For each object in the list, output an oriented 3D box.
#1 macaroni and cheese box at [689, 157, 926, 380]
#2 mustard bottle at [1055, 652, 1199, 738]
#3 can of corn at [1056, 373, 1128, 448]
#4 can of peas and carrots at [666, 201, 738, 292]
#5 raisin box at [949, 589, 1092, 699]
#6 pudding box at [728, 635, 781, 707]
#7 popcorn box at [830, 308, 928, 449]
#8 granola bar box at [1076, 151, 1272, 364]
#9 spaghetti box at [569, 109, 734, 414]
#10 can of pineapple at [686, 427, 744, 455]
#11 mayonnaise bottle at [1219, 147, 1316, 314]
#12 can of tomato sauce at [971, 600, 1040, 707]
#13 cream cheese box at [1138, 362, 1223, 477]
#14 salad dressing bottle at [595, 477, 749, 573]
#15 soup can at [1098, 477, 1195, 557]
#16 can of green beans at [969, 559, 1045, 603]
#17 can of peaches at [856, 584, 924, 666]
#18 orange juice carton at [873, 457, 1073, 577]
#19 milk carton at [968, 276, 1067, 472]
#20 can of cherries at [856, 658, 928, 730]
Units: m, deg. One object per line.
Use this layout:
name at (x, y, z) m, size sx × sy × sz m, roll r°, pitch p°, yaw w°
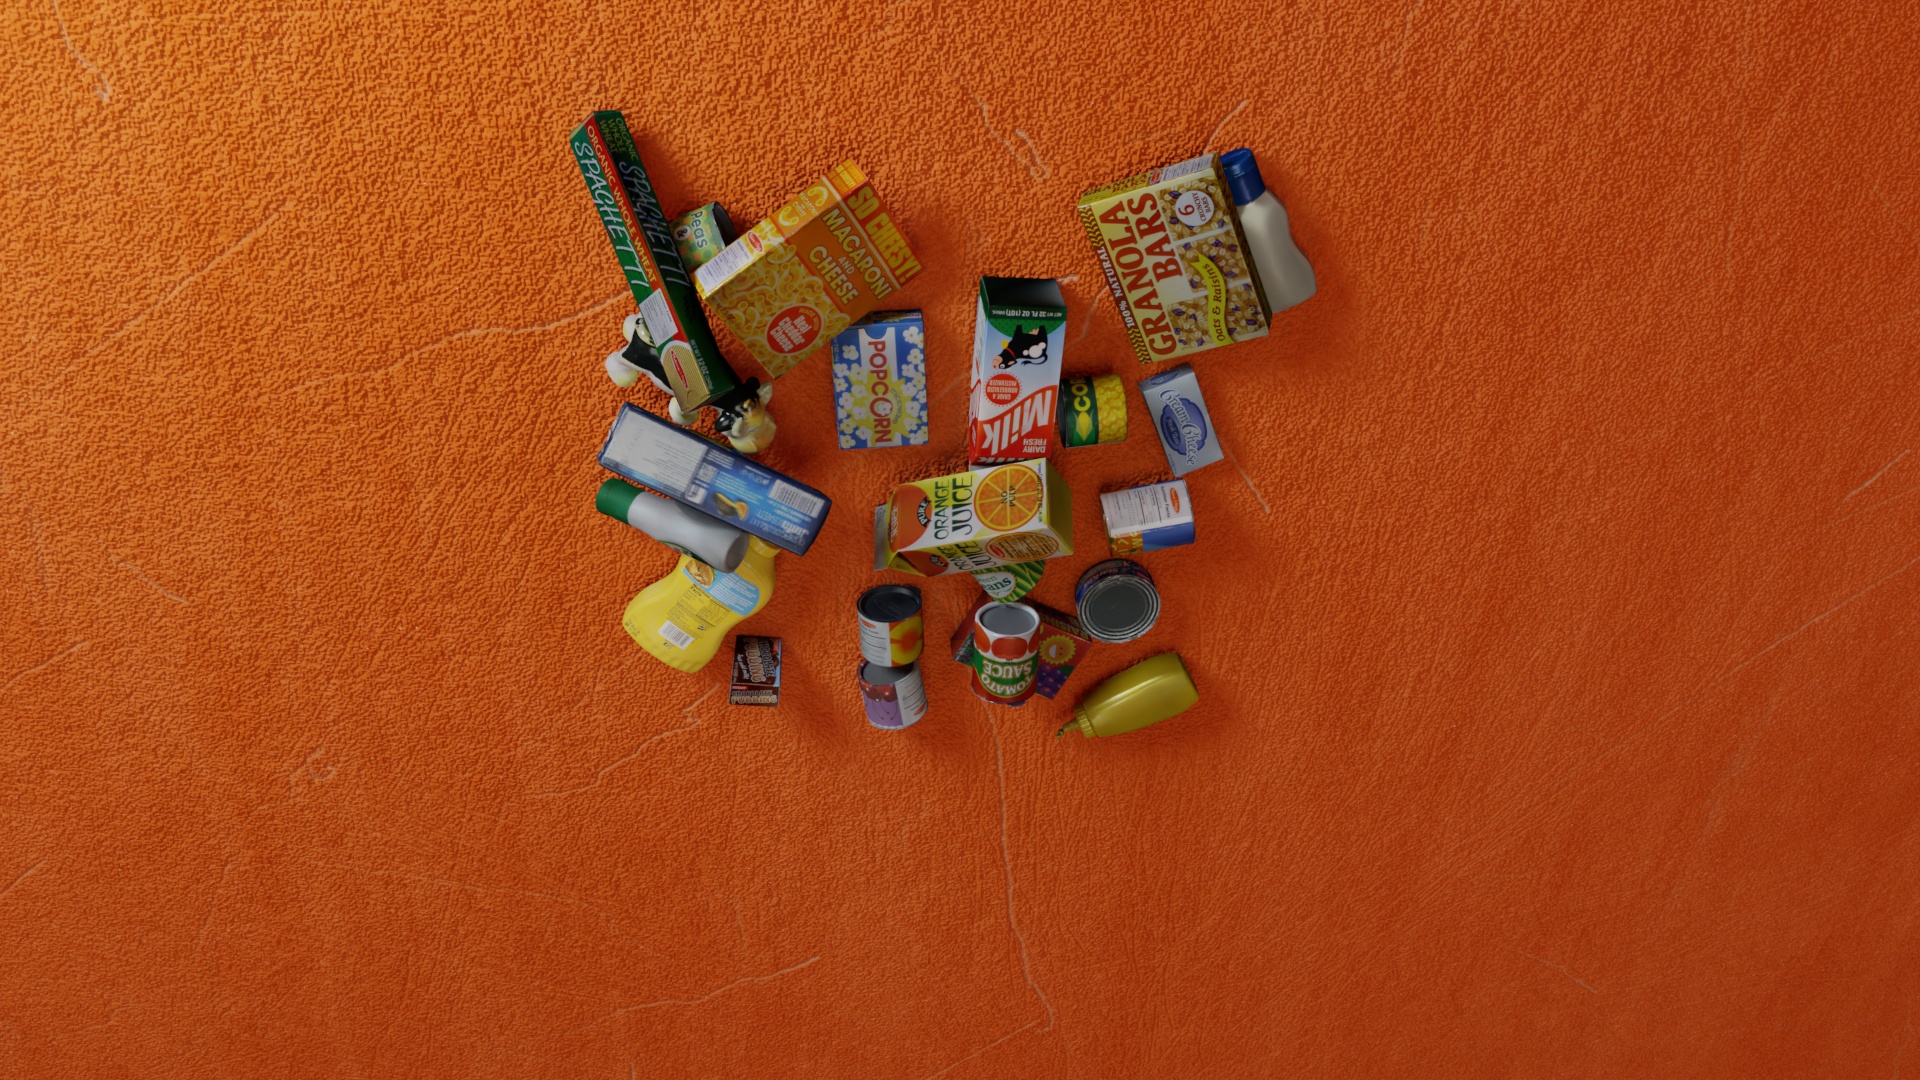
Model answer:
macaroni and cheese box at (-0.127, -0.229, 1.180) m, size 0.166 × 0.040 × 0.123 m, roll -36°, pitch 144°, yaw 2°
mustard bottle at (0.174, 0.176, 1.497) m, size 0.160 × 0.049 × 0.065 m, roll -24°, pitch 120°, yaw 10°
can of corn at (0.122, -0.123, 1.296) m, size 0.058 × 0.071 × 0.070 m, roll -6°, pitch 122°, yaw -2°
can of peas and carrots at (-0.223, -0.249, 1.185) m, size 0.059 × 0.071 × 0.070 m, roll -19°, pitch 121°, yaw 7°
raisin box at (0.063, 0.106, 1.449) m, size 0.123 × 0.040 × 0.085 m, roll 24°, pitch 116°, yaw -17°
pudding box at (-0.207, 0.133, 1.413) m, size 0.050 × 0.084 × 0.030 m, roll 5°, pitch 121°, yaw -8°
popcorn box at (-0.074, -0.148, 1.280) m, size 0.085 × 0.038 × 0.126 m, roll -3°, pitch 122°, yaw -2°
granola bar box at (0.191, -0.245, 1.224) m, size 0.124 × 0.039 × 0.165 m, roll -12°, pitch 124°, yaw 25°
spaghetti box at (-0.254, -0.229, 1.139) m, size 0.050 × 0.029 × 0.250 m, roll -21°, pitch 92°, yaw 49°
can of pineapple at (-0.242, -0.066, 1.299) m, size 0.058 × 0.071 × 0.070 m, roll 25°, pitch 116°, yaw -19°
mayonnaise bottle at (0.266, -0.274, 1.233) m, size 0.064 × 0.041 × 0.147 m, roll -22°, pitch 120°, yaw 13°
can of tomato sauce at (0.045, 0.112, 1.386) m, size 0.071 × 0.071 × 0.082 m, roll -1°, pitch 121°, yaw -5°
cream cheese box at (0.213, -0.116, 1.335) m, size 0.053 × 0.024 × 0.103 m, roll -23°, pitch 121°, yaw 7°
salad dressing bottle at (-0.272, -0.016, 1.305) m, size 0.148 × 0.064 × 0.044 m, roll 23°, pitch 89°, yaw 15°
soup can at (0.183, -0.021, 1.367) m, size 0.084 × 0.072 × 0.071 m, roll -10°, pitch 122°, yaw 2°
can of green beans at (0.042, 0.020, 1.377) m, size 0.071 × 0.071 × 0.057 m, roll -33°, pitch 119°, yaw 15°
can of peaches at (-0.068, 0.086, 1.409) m, size 0.071 × 0.071 × 0.057 m, roll -4°, pitch 122°, yaw -3°
orange juice carton at (0.005, -0.017, 1.318) m, size 0.192 × 0.072 × 0.073 m, roll -10°, pitch 154°, yaw 20°
milk carton at (0.049, -0.140, 1.275) m, size 0.072 × 0.074 × 0.189 m, roll 1°, pitch 122°, yaw -7°
can of cherries at (-0.073, 0.155, 1.451) m, size 0.071 × 0.072 × 0.058 m, roll -11°, pitch 122°, yaw 1°
